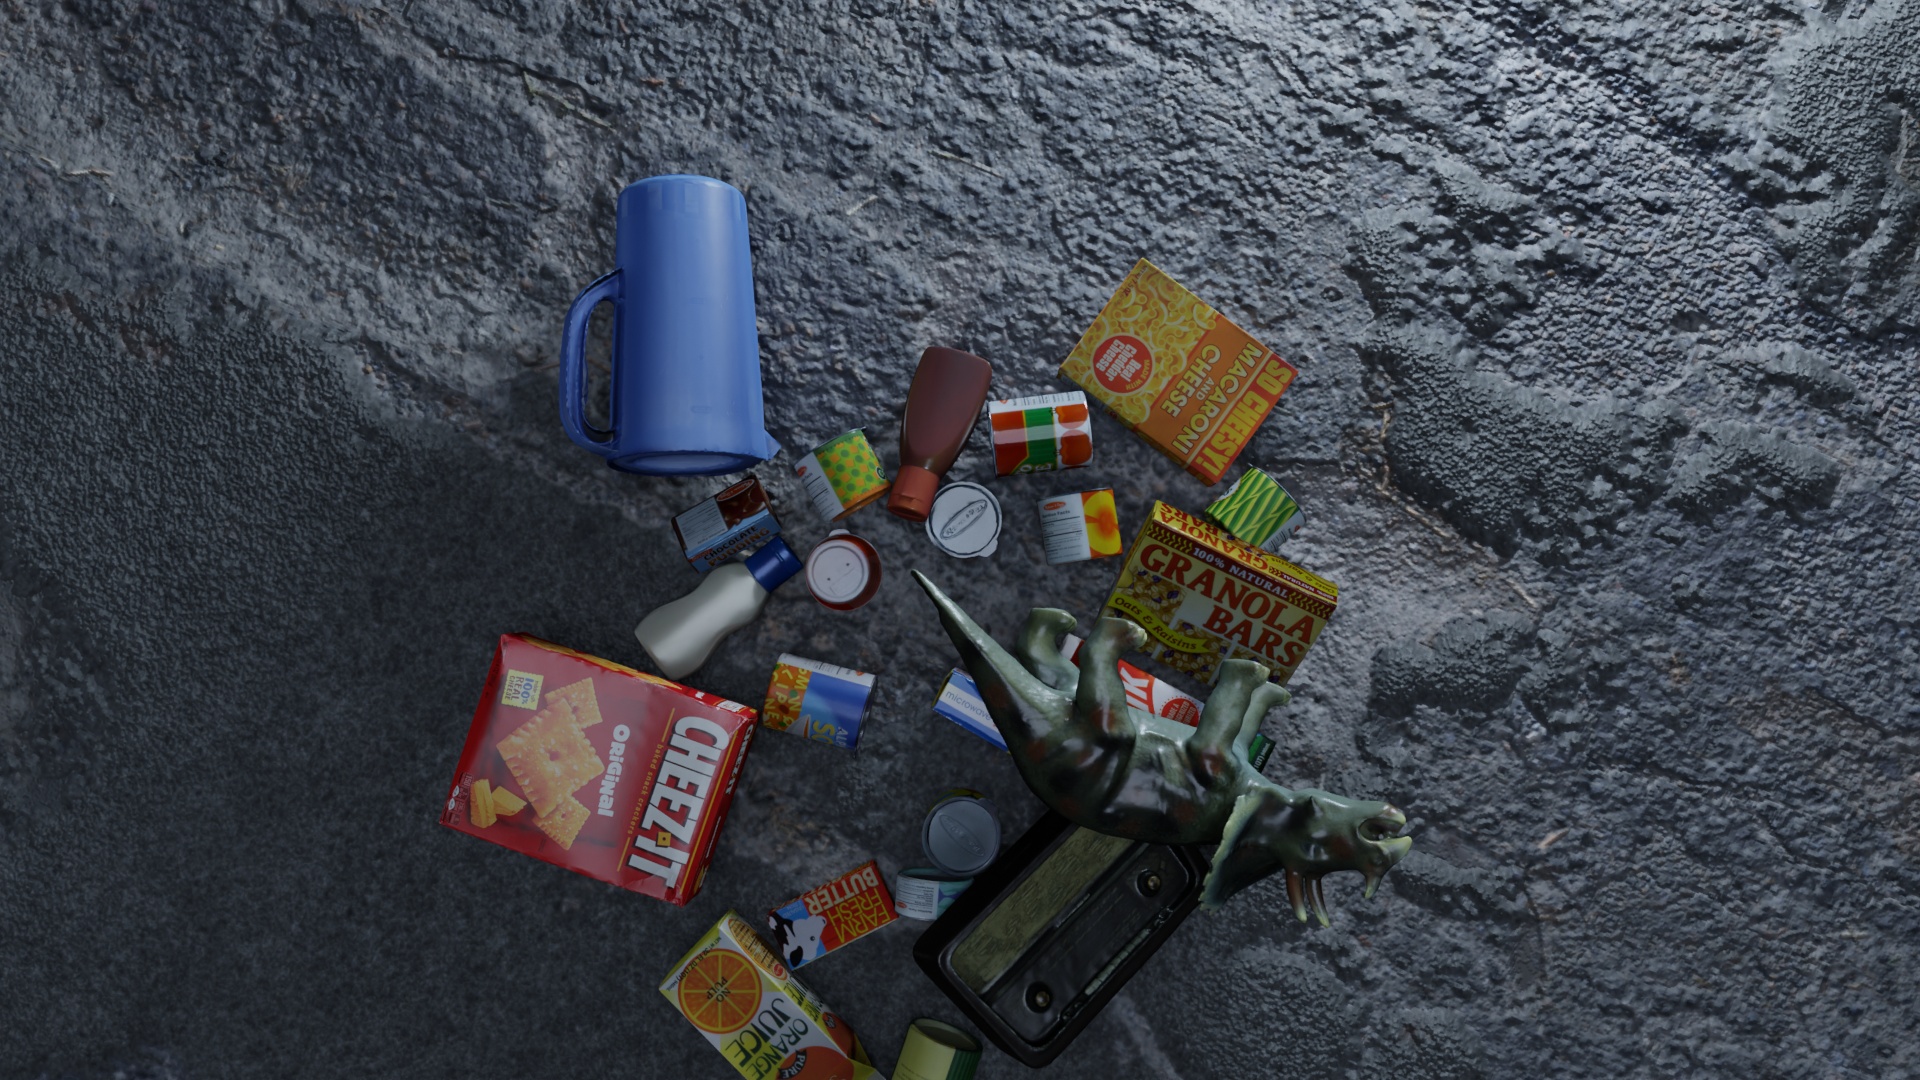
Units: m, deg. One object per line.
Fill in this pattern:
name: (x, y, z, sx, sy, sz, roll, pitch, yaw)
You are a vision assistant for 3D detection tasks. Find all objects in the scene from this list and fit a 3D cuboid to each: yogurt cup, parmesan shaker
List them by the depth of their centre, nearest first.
parmesan shaker: (-0.025, 0.460, 1.154, 0.071, 0.071, 0.103, 20, 87, 2)
yogurt cup: (-0.102, 0.027, 1.187, 0.072, 0.054, 0.072, 0, 88, 1)

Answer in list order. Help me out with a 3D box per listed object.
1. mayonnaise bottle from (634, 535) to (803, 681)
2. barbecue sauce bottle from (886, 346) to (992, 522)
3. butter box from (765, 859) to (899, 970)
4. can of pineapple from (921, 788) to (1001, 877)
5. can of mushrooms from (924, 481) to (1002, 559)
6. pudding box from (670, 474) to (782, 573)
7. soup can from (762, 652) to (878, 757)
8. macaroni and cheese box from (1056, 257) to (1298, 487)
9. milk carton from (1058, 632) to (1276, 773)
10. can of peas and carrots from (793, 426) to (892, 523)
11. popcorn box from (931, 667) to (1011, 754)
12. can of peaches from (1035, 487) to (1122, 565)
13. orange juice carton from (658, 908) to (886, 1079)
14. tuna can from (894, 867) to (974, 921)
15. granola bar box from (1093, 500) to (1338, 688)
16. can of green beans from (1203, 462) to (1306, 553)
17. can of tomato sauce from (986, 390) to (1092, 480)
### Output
mayonnaise bottle: (-0.204, 0.055, 1.194, 0.148, 0.041, 0.065, -38, 87, -2)
barbecue sauce bottle: (-0.023, -0.090, 1.182, 0.065, 0.043, 0.149, 15, 74, 10)
butter box: (-0.108, 0.319, 1.185, 0.103, 0.024, 0.053, -26, 87, 0)
can of pineapple: (0.003, 0.244, 1.171, 0.071, 0.058, 0.071, 0, 87, 1)
can of mushrooms: (0.004, -0.015, 1.198, 0.071, 0.033, 0.071, 0, 86, 1)
pudding box: (-0.201, -0.014, 1.193, 0.084, 0.030, 0.050, -29, 56, -1)
soup can: (-0.119, 0.139, 1.174, 0.084, 0.071, 0.071, 14, 87, 2)
macaroni and cheese box: (0.186, -0.144, 1.200, 0.166, 0.040, 0.124, 37, 88, 3)
milk carton: (0.158, 0.152, 1.166, 0.191, 0.073, 0.072, 29, 87, 3)
can of peas and carrots: (-0.098, -0.056, 1.187, 0.071, 0.071, 0.058, -29, 88, -1)
popcorn box: (0.039, 0.153, 1.162, 0.127, 0.085, 0.038, 30, 87, 3)
can of peaches: (0.103, -0.011, 1.182, 0.071, 0.071, 0.058, -9, 87, 0)
orange juice carton: (-0.153, 0.406, 1.156, 0.193, 0.073, 0.072, 45, 88, 2)
tuna can: (-0.020, 0.297, 1.166, 0.071, 0.071, 0.033, 4, 86, 1)
granola bar box: (0.211, 0.057, 1.158, 0.165, 0.039, 0.123, 25, 122, 2)
can of green beans: (0.249, -0.020, 1.178, 0.058, 0.071, 0.071, -42, 87, -1)
can of tomato sauce: (0.067, -0.089, 1.186, 0.083, 0.071, 0.071, -7, 87, 0)
